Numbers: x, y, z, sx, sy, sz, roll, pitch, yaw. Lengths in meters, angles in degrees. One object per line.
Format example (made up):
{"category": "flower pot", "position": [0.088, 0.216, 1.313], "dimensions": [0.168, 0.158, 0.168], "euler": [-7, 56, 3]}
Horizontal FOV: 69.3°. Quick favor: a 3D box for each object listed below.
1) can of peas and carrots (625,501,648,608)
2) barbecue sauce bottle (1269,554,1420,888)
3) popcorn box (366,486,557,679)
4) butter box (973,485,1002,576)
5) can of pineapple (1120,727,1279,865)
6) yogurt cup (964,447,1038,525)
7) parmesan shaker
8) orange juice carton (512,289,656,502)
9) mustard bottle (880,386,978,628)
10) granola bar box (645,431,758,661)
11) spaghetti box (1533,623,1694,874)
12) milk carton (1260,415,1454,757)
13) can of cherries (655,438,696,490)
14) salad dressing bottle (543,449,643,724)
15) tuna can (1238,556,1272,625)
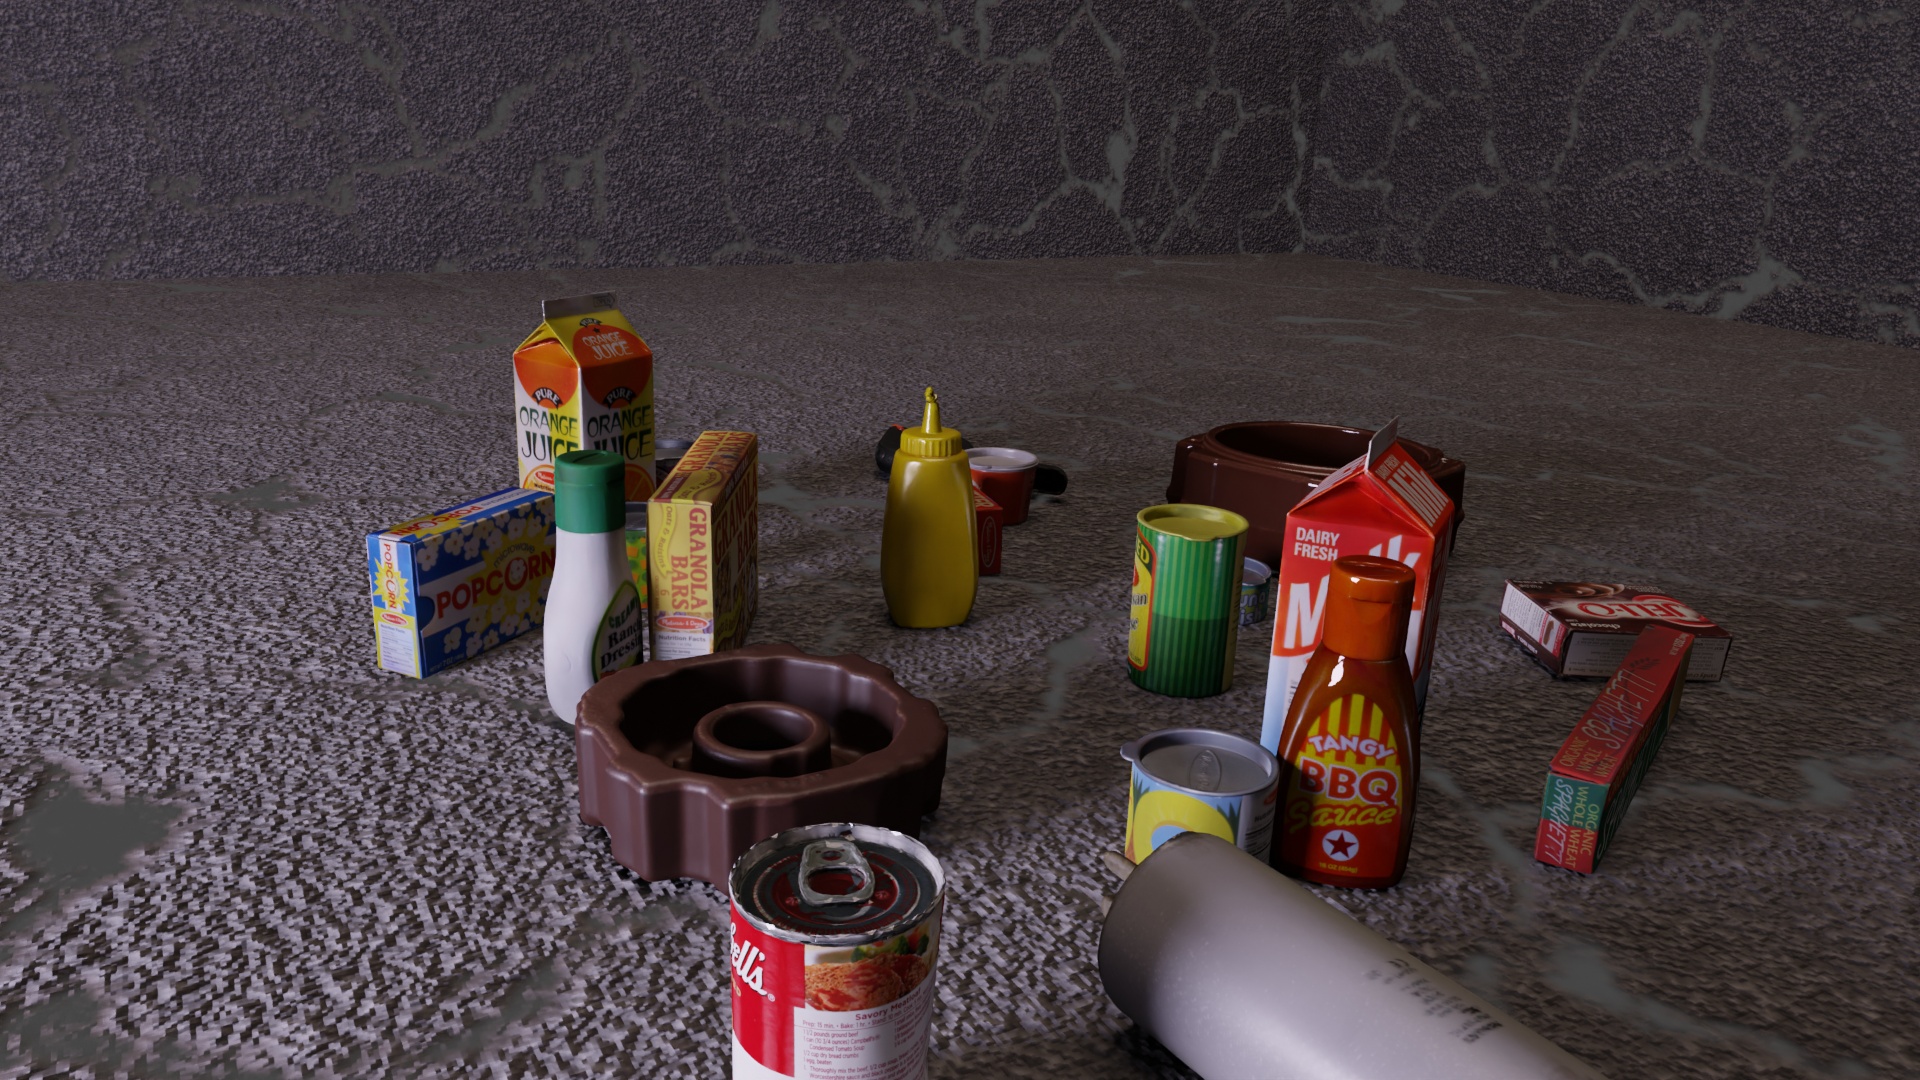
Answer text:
{"category": "can of peas and carrots", "position": [-0.221, 0.010, 0.951], "dimensions": [0.071, 0.058, 0.071], "euler": [2, 17, -1]}
{"category": "barbecue sauce bottle", "position": [0.177, 0.082, 0.628], "dimensions": [0.065, 0.148, 0.044], "euler": [7, 18, 14]}
{"category": "popcorn box", "position": [-0.301, 0.023, 0.856], "dimensions": [0.038, 0.085, 0.127], "euler": [10, 19, 22]}
{"category": "butter box", "position": [0.004, -0.013, 1.061], "dimensions": [0.024, 0.053, 0.104], "euler": [-4, 18, -18]}
{"category": "can of pineapple", "position": [0.108, 0.124, 0.633], "dimensions": [0.071, 0.057, 0.071], "euler": [2, 17, -1]}
{"category": "yogurt cup", "position": [0.030, -0.045, 1.163], "dimensions": [0.072, 0.053, 0.072], "euler": [2, 17, -1]}
{"category": "parmesan shaker", "position": [0.136, 0.037, 0.838], "dimensions": [0.071, 0.102, 0.071], "euler": [2, 17, -1]}
{"category": "orange juice carton", "position": [-0.275, -0.084, 1.018], "dimensions": [0.073, 0.192, 0.072], "euler": [13, 20, 31]}
{"category": "mustard bottle", "position": [-0.019, -0.023, 0.913], "dimensions": [0.065, 0.159, 0.049], "euler": [-1, 17, -11]}
{"category": "granola bar box", "position": [-0.154, 0.012, 0.844], "dimensions": [0.039, 0.123, 0.166], "euler": [2, 17, 0]}
{"category": "spaghetti box", "position": [0.354, 0.104, 0.742], "dimensions": [0.029, 0.050, 0.251], "euler": [14, 21, 33]}
{"category": "milk carton", "position": [0.204, 0.035, 0.709], "dimensions": [0.073, 0.189, 0.072], "euler": [10, 19, 24]}
{"category": "can of cherries", "position": [-0.239, -0.047, 1.127], "dimensions": [0.071, 0.058, 0.072], "euler": [2, 17, -1]}
{"category": "salad dressing bottle", "position": [-0.200, 0.026, 0.756], "dimensions": [0.044, 0.147, 0.064], "euler": [8, 18, 18]}
{"category": "tuna can", "position": [0.184, 0.034, 0.969], "dimensions": [0.071, 0.032, 0.071], "euler": [2, 17, -1]}
